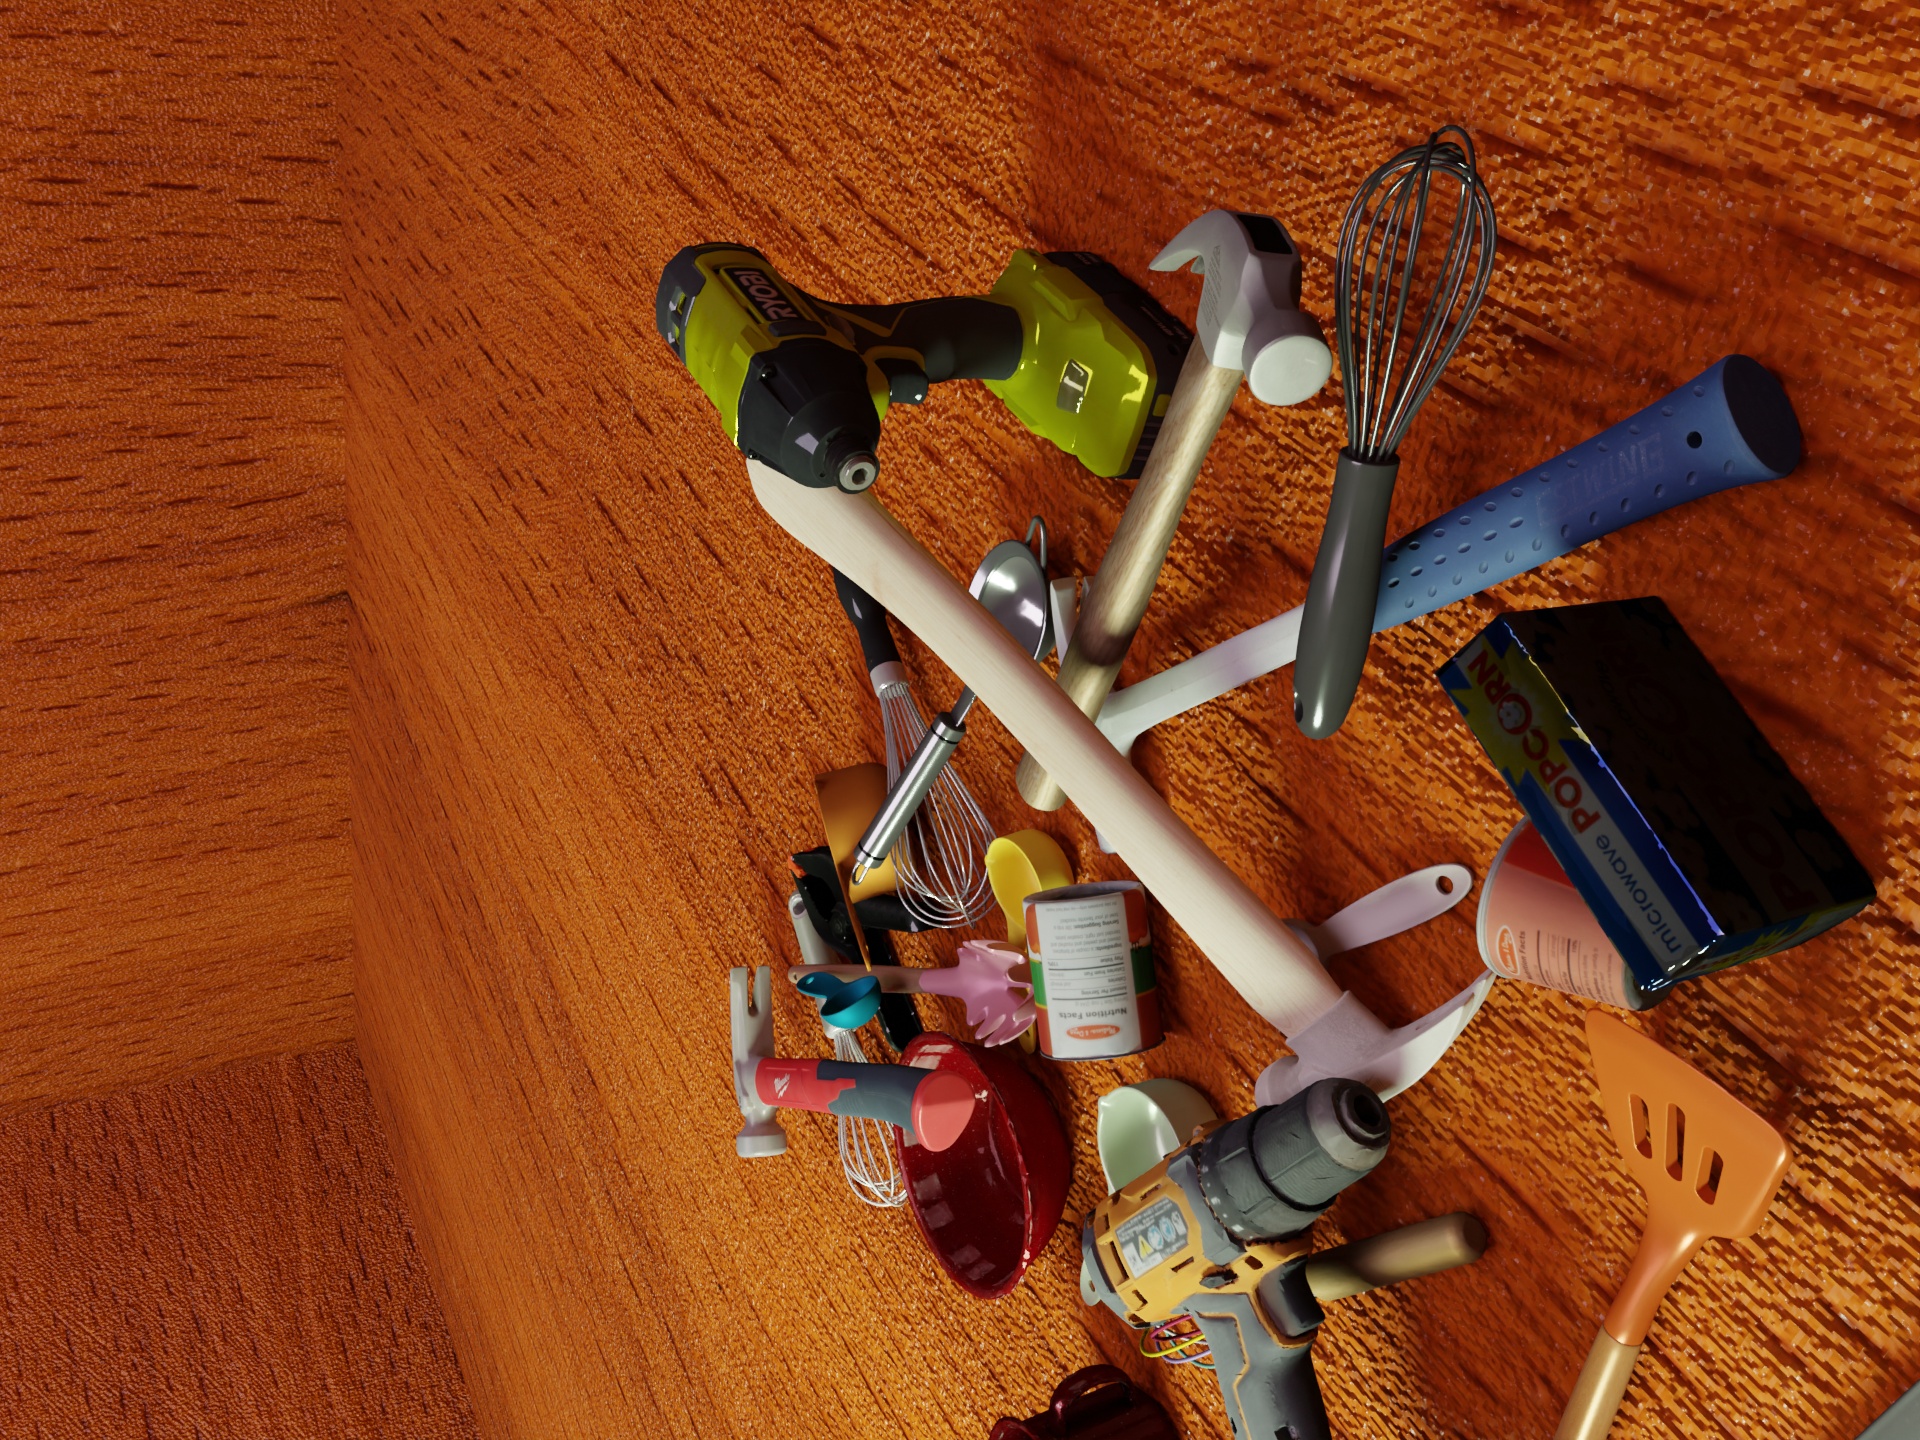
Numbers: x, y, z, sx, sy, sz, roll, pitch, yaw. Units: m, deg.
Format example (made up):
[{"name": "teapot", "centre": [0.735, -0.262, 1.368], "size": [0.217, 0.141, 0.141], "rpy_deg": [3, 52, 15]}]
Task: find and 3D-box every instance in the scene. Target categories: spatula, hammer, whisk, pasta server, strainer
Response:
[{"name": "spatula", "centre": [0.240, 0.253, 0.608], "size": [0.081, 0.041, 0.322], "rpy_deg": [40, 131, 48]}, {"name": "hammer", "centre": [0.158, -0.051, 0.674], "size": [0.405, 0.035, 0.144], "rpy_deg": [-29, 72, 58]}, {"name": "hammer", "centre": [0.052, 0.007, 0.715], "size": [0.411, 0.038, 0.146], "rpy_deg": [47, 142, 10]}, {"name": "whisk", "centre": [-0.036, 0.001, 1.000], "size": [0.070, 0.070, 0.285], "rpy_deg": [-55, 46, 50]}, {"name": "hammer", "centre": [-0.085, 0.228, 1.059], "size": [0.386, 0.038, 0.143], "rpy_deg": [156, 112, -64]}, {"name": "pasta server", "centre": [-0.040, 0.166, 1.009], "size": [0.316, 0.040, 0.060], "rpy_deg": [-11, 86, 57]}, {"name": "whisk", "centre": [0.154, -0.096, 0.591], "size": [0.055, 0.055, 0.238], "rpy_deg": [42, 137, 47]}, {"name": "hammer", "centre": [0.078, -0.075, 0.711], "size": [0.331, 0.031, 0.130], "rpy_deg": [109, 160, -47]}, {"name": "whisk", "centre": [0.157, 0.271, 0.753], "size": [0.245, 0.047, 0.051], "rpy_deg": [-45, 58, 51]}, {"name": "strainer", "centre": [-0.001, -0.003, 0.901], "size": [0.258, 0.050, 0.087], "rpy_deg": [-58, 38, 25]}, {"name": "whisk", "centre": [-0.083, 0.232, 1.151], "size": [0.058, 0.059, 0.247], "rpy_deg": [-30, 63, 19]}]

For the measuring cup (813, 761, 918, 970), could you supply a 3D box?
[{"name": "measuring cup", "centre": [-0.051, 0.093, 1.000], "size": [0.174, 0.052, 0.095], "rpy_deg": [-112, 6, -56]}]

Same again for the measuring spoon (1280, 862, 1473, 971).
[{"name": "measuring spoon", "centre": [0.180, 0.087, 0.697], "size": [0.124, 0.018, 0.034], "rpy_deg": [-39, 72, 48]}]

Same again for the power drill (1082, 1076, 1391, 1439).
[{"name": "power drill", "centre": [0.153, 0.275, 0.670], "size": [0.185, 0.084, 0.226], "rpy_deg": [-52, 52, 42]}]

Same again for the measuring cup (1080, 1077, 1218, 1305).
[{"name": "measuring cup", "centre": [0.099, 0.259, 0.853], "size": [0.083, 0.038, 0.167], "rpy_deg": [52, 141, 40]}]

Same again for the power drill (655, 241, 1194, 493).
[{"name": "power drill", "centre": [-0.010, -0.162, 0.743], "size": [0.171, 0.223, 0.080], "rpy_deg": [53, 140, 40]}]

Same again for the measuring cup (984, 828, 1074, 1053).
[{"name": "measuring cup", "centre": [0.045, 0.131, 0.933], "size": [0.062, 0.029, 0.156], "rpy_deg": [37, 140, 47]}]

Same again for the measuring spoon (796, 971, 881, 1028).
[{"name": "measuring spoon", "centre": [-0.081, 0.182, 1.037], "size": [0.021, 0.042, 0.128], "rpy_deg": [59, 161, -10]}]

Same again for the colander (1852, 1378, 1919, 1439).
[{"name": "colander", "centre": [0.300, 0.162, 0.428], "size": [0.205, 0.094, 0.396], "rpy_deg": [53, 139, 40]}]
